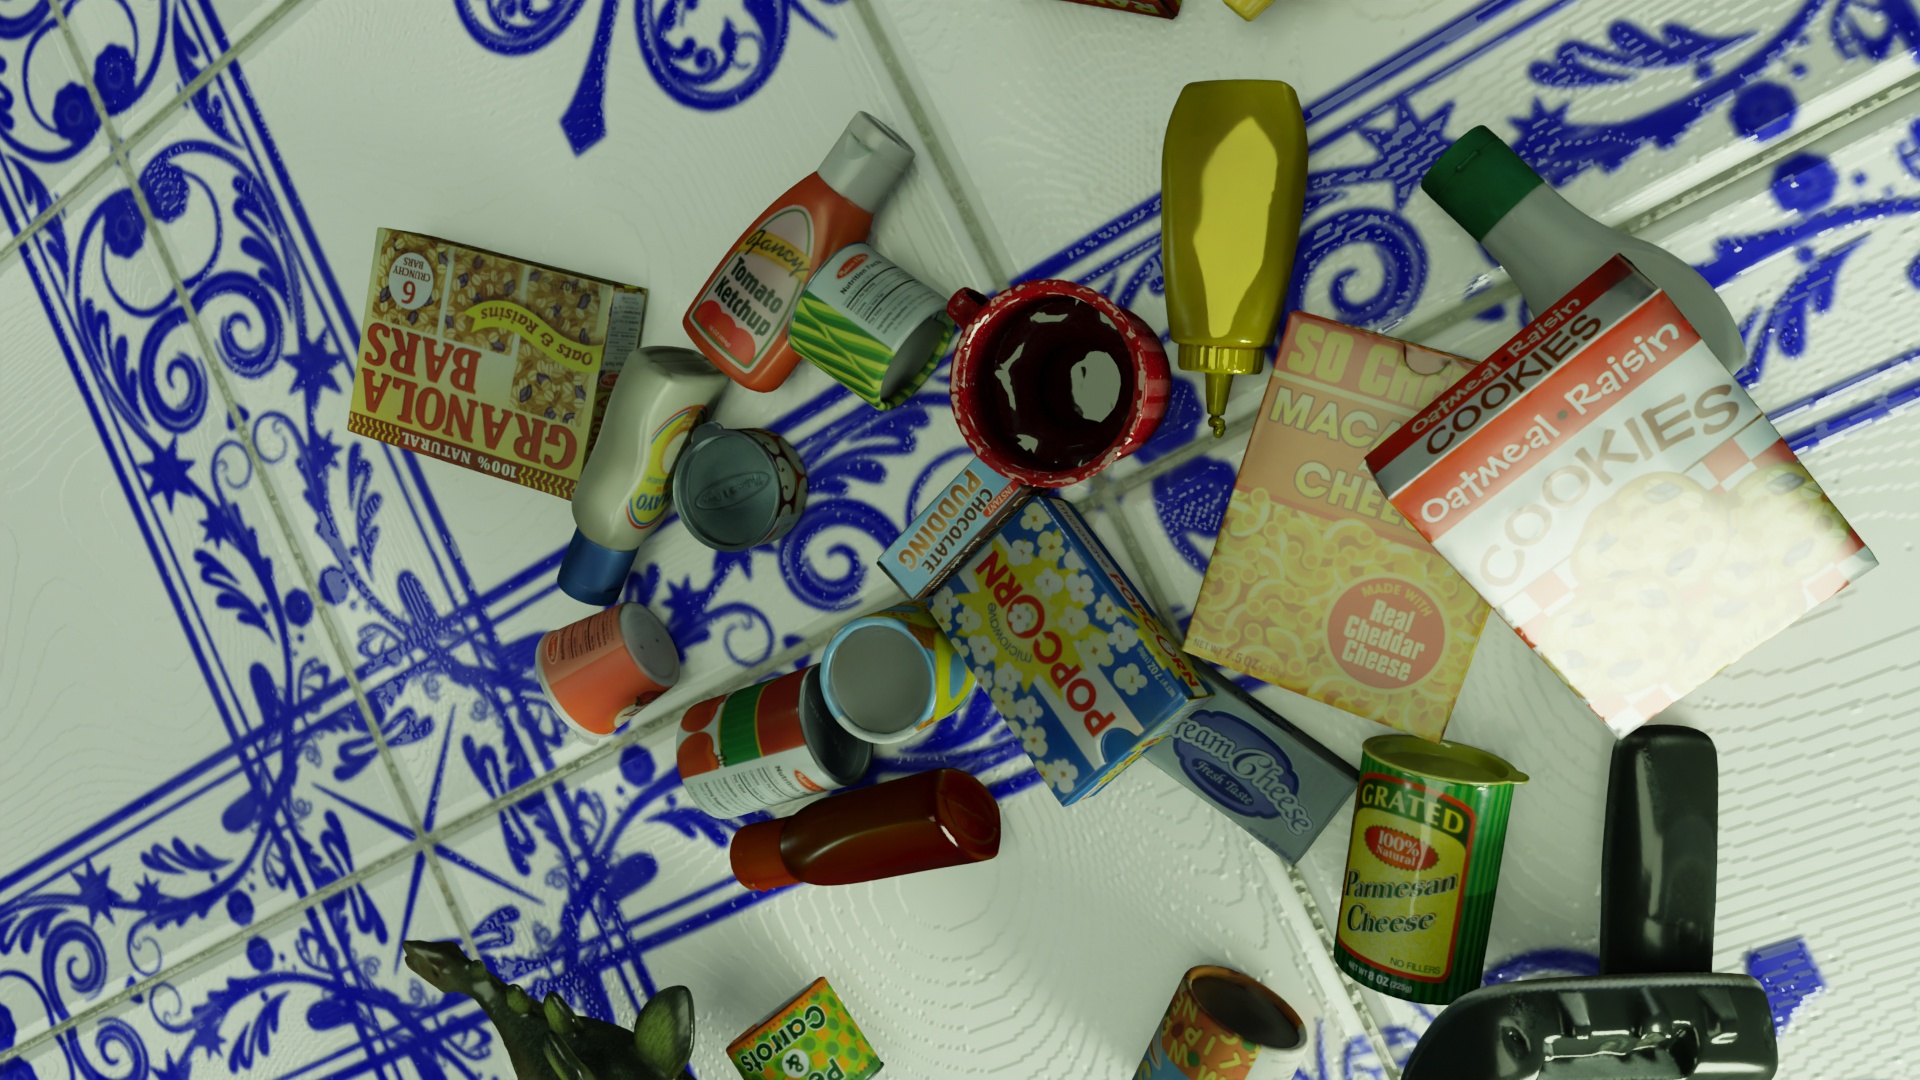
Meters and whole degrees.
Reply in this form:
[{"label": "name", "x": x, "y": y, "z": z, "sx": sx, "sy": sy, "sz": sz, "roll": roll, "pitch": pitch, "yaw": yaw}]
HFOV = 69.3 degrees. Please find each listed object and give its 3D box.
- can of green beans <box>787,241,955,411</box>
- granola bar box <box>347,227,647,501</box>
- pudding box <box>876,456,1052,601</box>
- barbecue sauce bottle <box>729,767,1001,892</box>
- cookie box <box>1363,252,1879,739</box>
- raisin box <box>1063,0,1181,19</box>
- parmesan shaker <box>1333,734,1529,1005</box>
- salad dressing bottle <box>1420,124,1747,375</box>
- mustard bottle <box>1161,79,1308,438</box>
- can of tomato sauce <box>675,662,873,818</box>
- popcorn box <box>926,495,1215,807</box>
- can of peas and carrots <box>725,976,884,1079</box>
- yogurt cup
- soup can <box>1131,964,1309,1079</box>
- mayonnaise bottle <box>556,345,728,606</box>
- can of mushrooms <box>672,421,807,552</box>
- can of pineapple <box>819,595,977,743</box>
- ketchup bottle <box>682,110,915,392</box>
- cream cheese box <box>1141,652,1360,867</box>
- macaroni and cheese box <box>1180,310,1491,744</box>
[{"label": "can of green beans", "x": -0.044, "y": -0.107, "z": 0.698, "sx": 0.058, "sy": 0.071, "sz": 0.071, "roll": 36, "pitch": 107, "yaw": 14}, {"label": "granola bar box", "x": -0.268, "y": -0.102, "z": 0.801, "sx": 0.166, "sy": 0.039, "sz": 0.124, "roll": 16, "pitch": 100, "yaw": 19}, {"label": "pudding box", "x": 0.002, "y": -0.009, "z": 0.699, "sx": 0.083, "sy": 0.050, "sz": 0.030, "roll": -45, "pitch": 77, "yaw": 18}, {"label": "barbecue sauce bottle", "x": -0.055, "y": 0.157, "z": 0.734, "sx": 0.148, "sy": 0.064, "sz": 0.044, "roll": -18, "pitch": 51, "yaw": 29}, {"label": "cookie box", "x": 0.264, "y": -0.013, "z": 0.559, "sx": 0.167, "sy": 0.040, "sz": 0.122, "roll": 41, "pitch": 111, "yaw": -21}, {"label": "raisin box", "x": 0.074, "y": -0.315, "z": 0.647, "sx": 0.086, "sy": 0.040, "sz": 0.123, "roll": 18, "pitch": 100, "yaw": 18}, {"label": "parmesan shaker", "x": 0.210, "y": 0.147, "z": 0.623, "sx": 0.071, "sy": 0.071, "sz": 0.103, "roll": 9, "pitch": 98, "yaw": 20}, {"label": "salad dressing bottle", "x": 0.262, "y": -0.114, "z": 0.591, "sx": 0.064, "sy": 0.044, "sz": 0.148, "roll": -44, "pitch": 78, "yaw": 15}, {"label": "mustard bottle", "x": 0.122, "y": -0.127, "z": 0.641, "sx": 0.065, "sy": 0.049, "sz": 0.160, "roll": 7, "pitch": 98, "yaw": 20}, {"label": "can of tomato sauce", "x": -0.099, "y": 0.106, "z": 0.741, "sx": 0.083, "sy": 0.071, "sz": 0.071, "roll": -19, "pitch": 88, "yaw": 25}, {"label": "popcorn box", "x": 0.051, "y": 0.052, "z": 0.676, "sx": 0.085, "sy": 0.038, "sz": 0.127, "roll": -44, "pitch": 66, "yaw": 21}, {"label": "can of peas and carrots", "x": -0.085, "y": 0.279, "z": 0.750, "sx": 0.070, "sy": 0.071, "sz": 0.059, "roll": -40, "pitch": 80, "yaw": 20}, {"label": "yogurt cup", "x": -0.194, "y": 0.070, "z": 0.777, "sx": 0.054, "sy": 0.072, "sz": 0.072, "roll": -29, "pitch": 85, "yaw": 13}, {"label": "soup can", "x": 0.119, "y": 0.258, "z": 0.672, "sx": 0.071, "sy": 0.071, "sz": 0.083, "roll": 26, "pitch": 104, "yaw": 17}, {"label": "mayonnaise bottle", "x": -0.180, "y": -0.034, "z": 0.763, "sx": 0.041, "sy": 0.065, "sz": 0.147, "roll": 33, "pitch": 110, "yaw": 18}, {"label": "can of mushrooms", "x": -0.119, "y": -0.031, "z": 0.753, "sx": 0.071, "sy": 0.033, "sz": 0.071, "roll": 3, "pitch": 97, "yaw": 22}, {"label": "can of pineapple", "x": -0.031, "y": 0.065, "z": 0.714, "sx": 0.071, "sy": 0.058, "sz": 0.071, "roll": 2, "pitch": 96, "yaw": 21}, {"label": "ketchup bottle", "x": -0.081, "y": -0.151, "z": 0.721, "sx": 0.065, "sy": 0.043, "sz": 0.148, "roll": 45, "pitch": 108, "yaw": 16}, {"label": "cream cheese box", "x": 0.135, "y": 0.104, "z": 0.672, "sx": 0.104, "sy": 0.024, "sz": 0.053, "roll": 36, "pitch": 106, "yaw": 14}, {"label": "macaroni and cheese box", "x": 0.186, "y": -0.008, "z": 0.632, "sx": 0.124, "sy": 0.040, "sz": 0.166, "roll": 19, "pitch": 102, "yaw": 18}]
